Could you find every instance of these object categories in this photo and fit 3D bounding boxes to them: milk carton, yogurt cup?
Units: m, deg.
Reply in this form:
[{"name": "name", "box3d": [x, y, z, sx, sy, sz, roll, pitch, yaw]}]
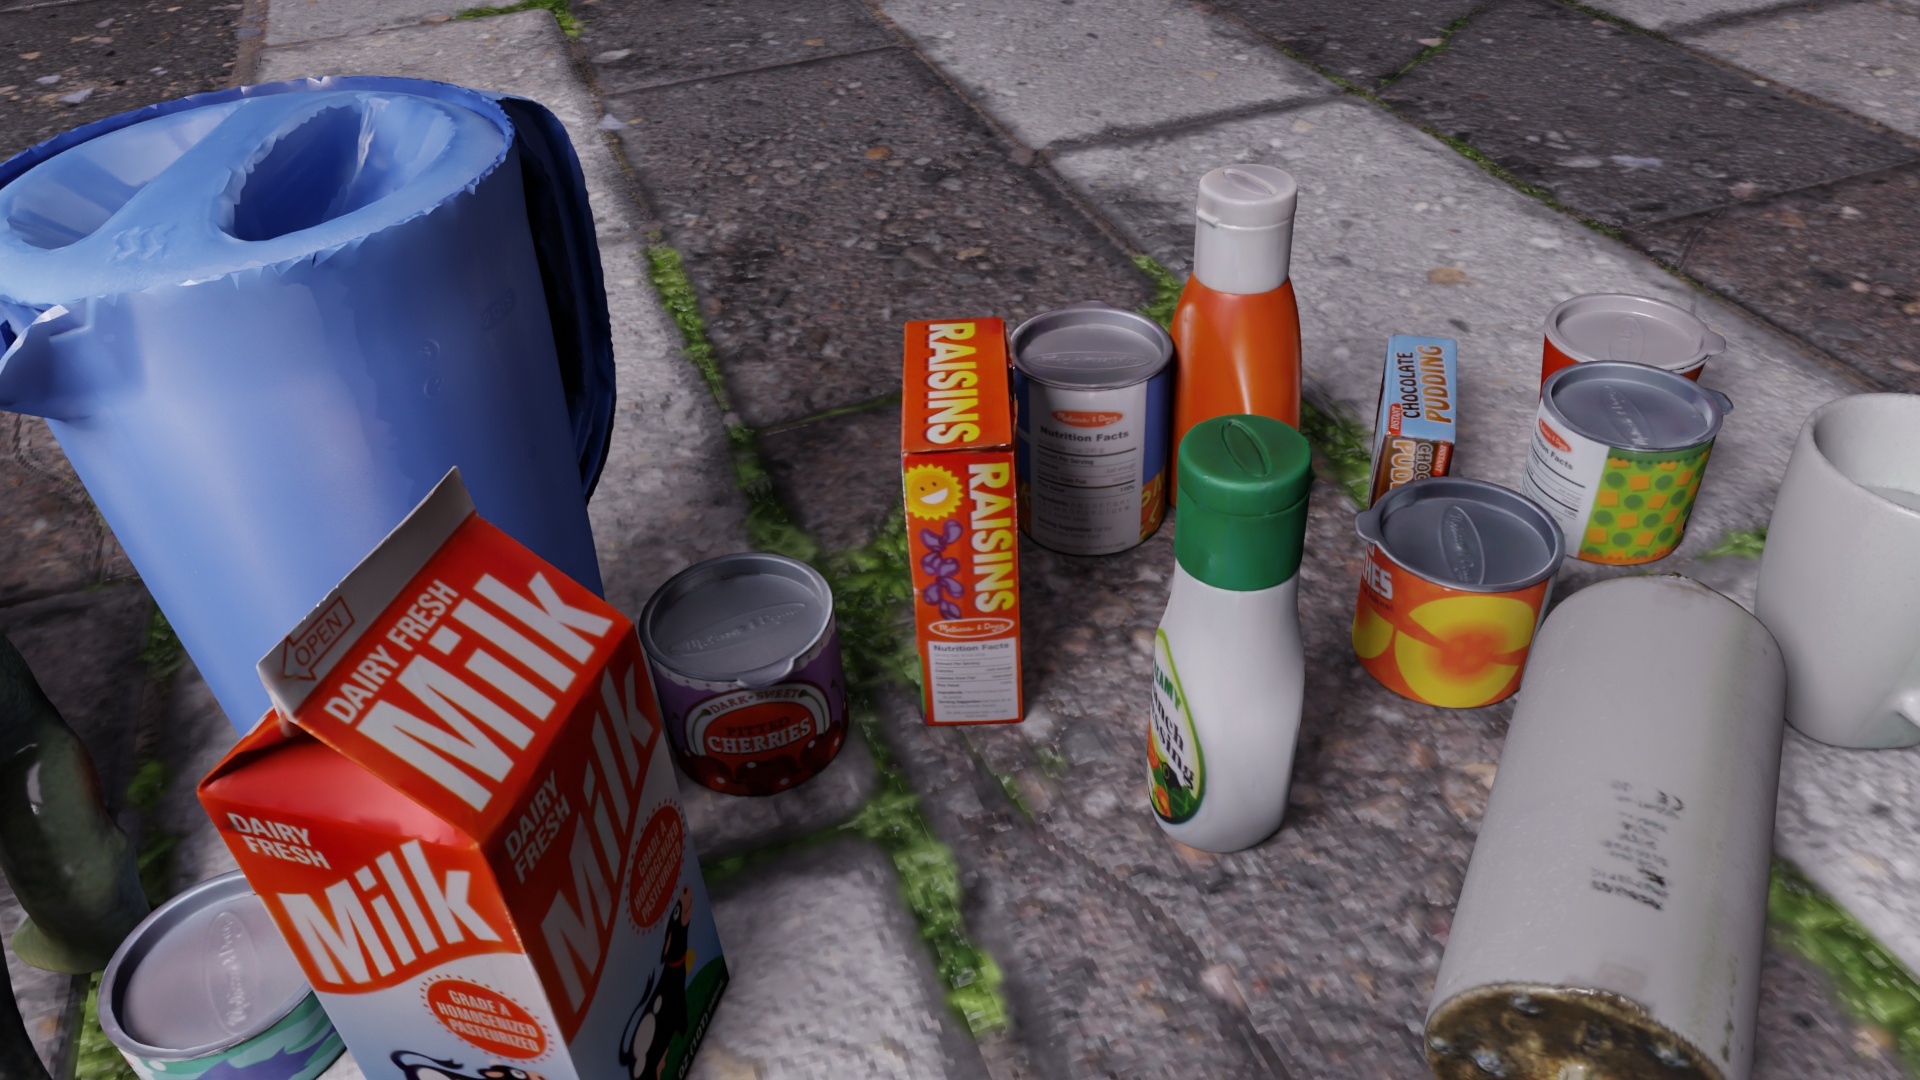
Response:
[{"name": "milk carton", "box3d": [-0.118, 0.077, 0.346, 0.073, 0.189, 0.073, 7, 39, 14]}, {"name": "yogurt cup", "box3d": [0.290, -0.071, 0.616, 0.072, 0.053, 0.073, -2, 38, 2]}]

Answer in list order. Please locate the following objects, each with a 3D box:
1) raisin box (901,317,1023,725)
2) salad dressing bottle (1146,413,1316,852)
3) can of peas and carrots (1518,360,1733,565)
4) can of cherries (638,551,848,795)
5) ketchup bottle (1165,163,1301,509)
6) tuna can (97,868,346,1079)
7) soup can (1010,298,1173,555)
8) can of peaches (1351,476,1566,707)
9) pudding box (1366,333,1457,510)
[{"name": "raisin box", "box3d": [0.002, -0.006, 0.499, 0.040, 0.122, 0.086, -3, 38, 2]}, {"name": "salad dressing bottle", "box3d": [0.082, 0.032, 0.424, 0.044, 0.146, 0.064, -8, 38, -5]}, {"name": "can of peas and carrots", "box3d": [0.268, -0.032, 0.564, 0.071, 0.058, 0.071, -2, 38, 2]}, {"name": "can of cherries", "box3d": [-0.074, 0.048, 0.488, 0.071, 0.058, 0.072, -2, 38, 2]}, {"name": "ketchup bottle", "box3d": [0.109, -0.074, 0.557, 0.044, 0.148, 0.065, -21, 41, -21]}, {"name": "tuna can", "box3d": [-0.210, 0.132, 0.412, 0.071, 0.032, 0.071, -2, 38, 2]}, {"name": "soup can", "box3d": [0.054, -0.047, 0.580, 0.071, 0.083, 0.072, -2, 38, 2]}, {"name": "can of peaches", "box3d": [0.177, 0.018, 0.506, 0.071, 0.057, 0.071, -2, 38, 2]}, {"name": "pudding box", "box3d": [0.194, -0.048, 0.597, 0.030, 0.049, 0.084, 8, 39, 14]}]
